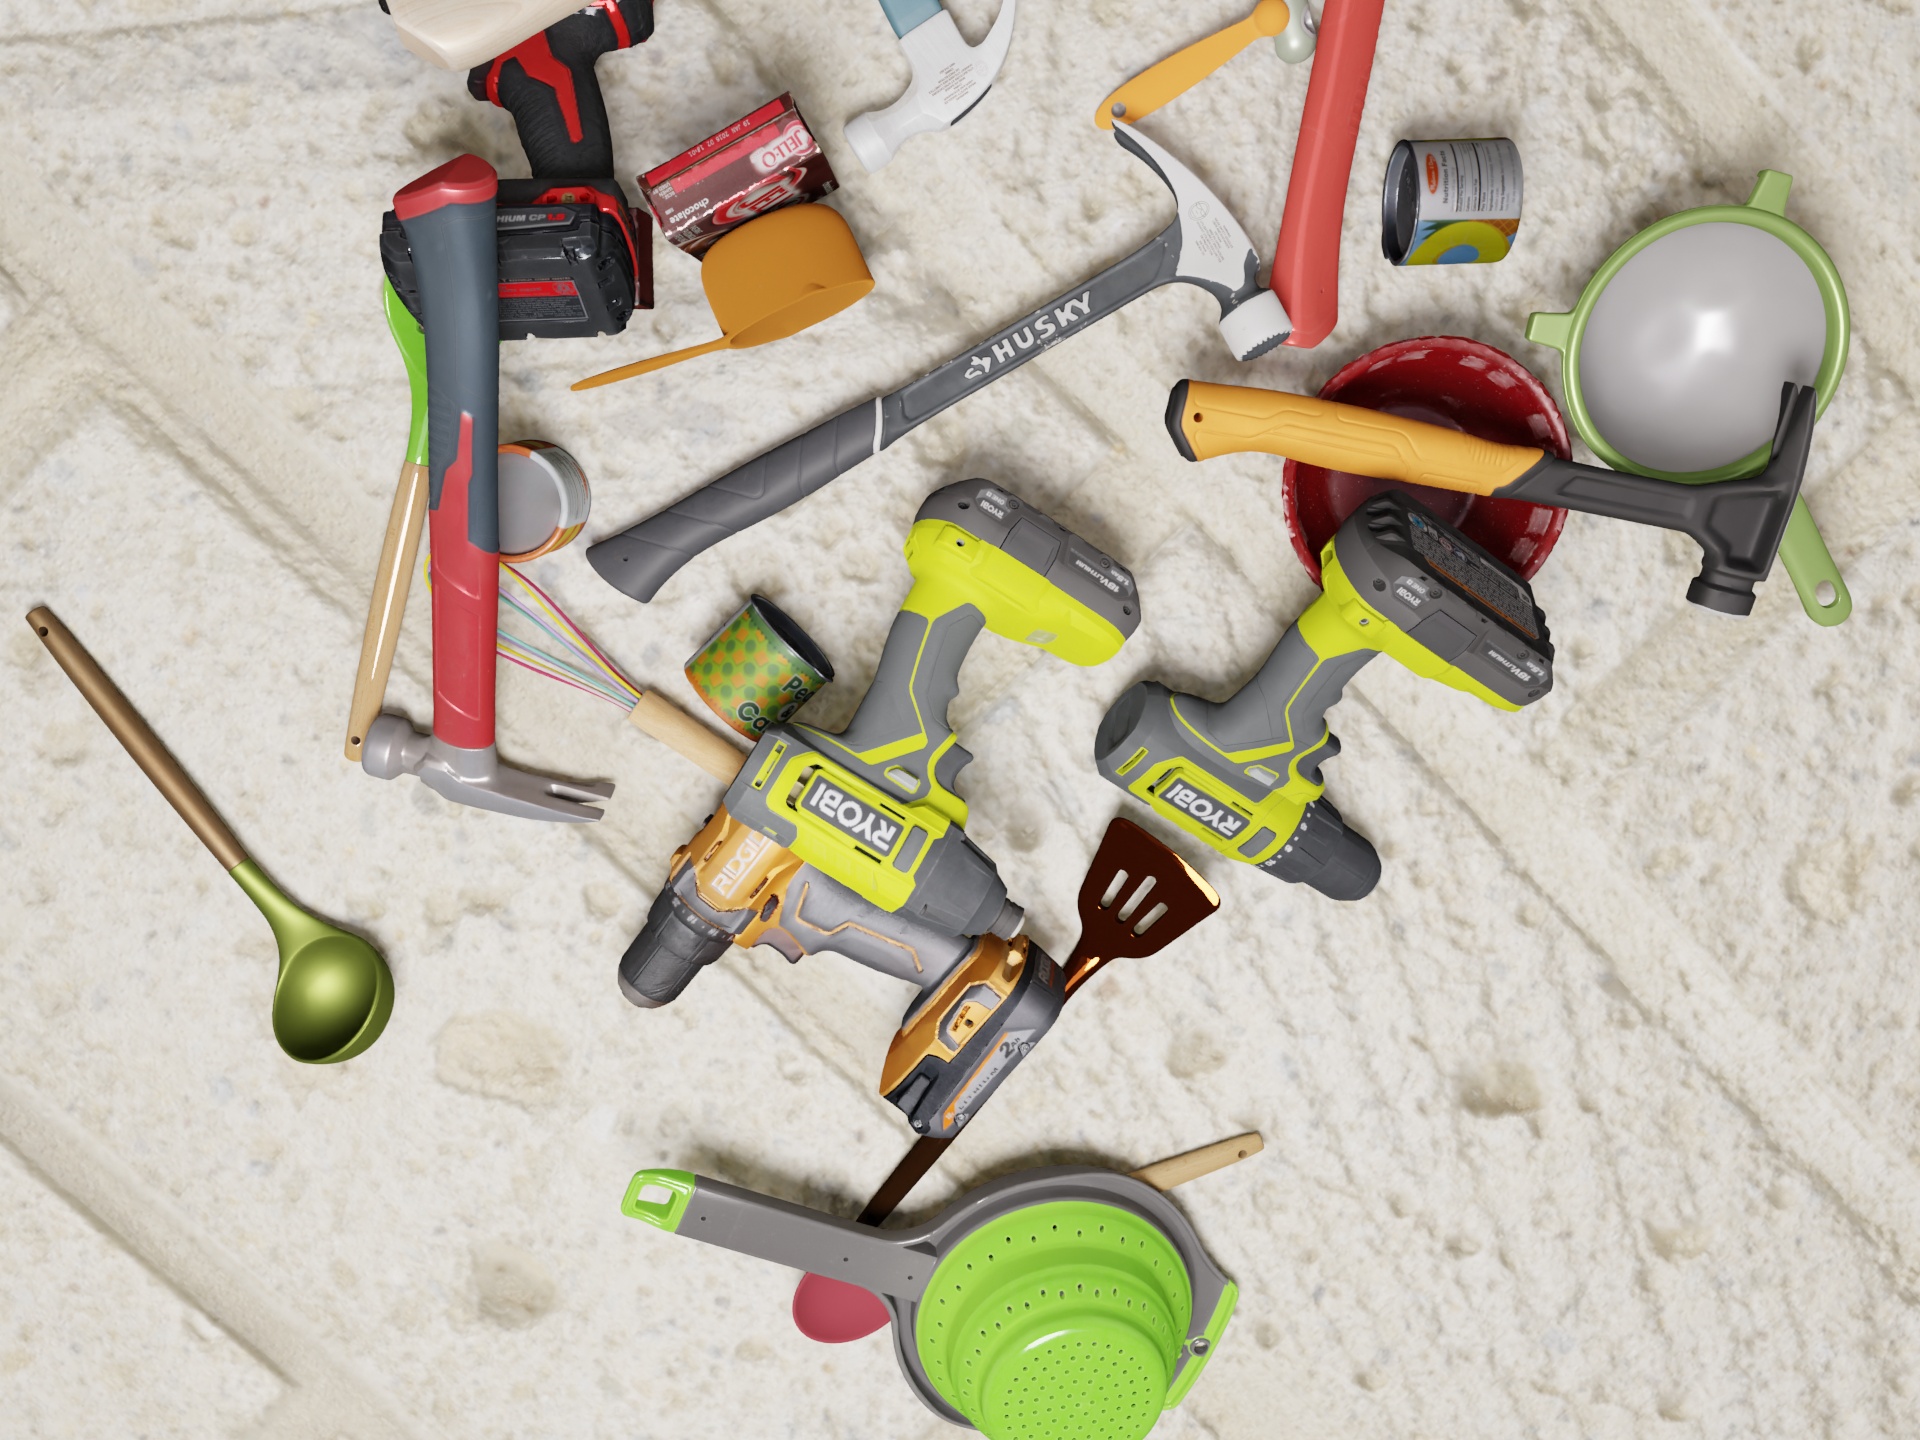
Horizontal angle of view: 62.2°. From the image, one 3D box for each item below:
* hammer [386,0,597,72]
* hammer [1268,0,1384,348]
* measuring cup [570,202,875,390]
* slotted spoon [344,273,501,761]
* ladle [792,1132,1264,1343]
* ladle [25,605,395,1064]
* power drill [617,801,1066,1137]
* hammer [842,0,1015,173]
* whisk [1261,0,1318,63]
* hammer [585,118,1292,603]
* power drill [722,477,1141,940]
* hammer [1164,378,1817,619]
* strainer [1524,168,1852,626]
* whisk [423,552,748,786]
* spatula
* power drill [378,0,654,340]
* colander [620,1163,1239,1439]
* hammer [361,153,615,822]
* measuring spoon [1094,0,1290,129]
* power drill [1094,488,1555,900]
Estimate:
[{"bbox_3d":[-0.086,-0.417,0.791,0.410,0.038,0.146,-21,93,-11],"label":"hammer"},{"bbox_3d":[0.201,-0.380,0.834,0.149,0.037,0.359,-3,109,-35],"label":"hammer"},{"bbox_3d":[-0.134,-0.226,0.848,0.173,0.095,0.052,-22,95,-12],"label":"measuring cup"},{"bbox_3d":[-0.318,-0.124,0.911,0.070,0.031,0.313,16,103,-4],"label":"slotted spoon"},{"bbox_3d":[0.043,0.320,1.008,0.315,0.031,0.069,-20,111,2],"label":"ladle"},{"bbox_3d":[-0.447,0.067,0.935,0.078,0.062,0.320,-35,97,4],"label":"ladle"},{"bbox_3d":[-0.076,0.144,0.928,0.226,0.084,0.185,39,105,-4],"label":"power drill"},{"bbox_3d":[-0.080,-0.470,0.838,0.128,0.033,0.331,-30,100,6],"label":"hammer"},{"bbox_3d":[0.141,-0.470,0.839,0.059,0.058,0.246,-11,108,37],"label":"whisk"},{"bbox_3d":[-0.031,-0.180,0.890,0.409,0.036,0.149,-28,86,8],"label":"hammer"},{"bbox_3d":[-0.001,-0.003,0.869,0.171,0.080,0.223,32,74,-7],"label":"power drill"},{"bbox_3d":[0.277,-0.144,0.848,0.337,0.034,0.127,10,109,-2],"label":"hammer"},{"bbox_3d":[0.428,-0.165,0.892,0.151,0.069,0.256,-32,106,11],"label":"strainer"},{"bbox_3d":[-0.205,-0.024,0.926,0.245,0.051,0.047,35,94,-10],"label":"whisk"},{"bbox_3d":[0.032,0.201,0.975,0.081,0.041,0.322,40,101,9],"label":"spatula"},{"bbox_3d":[-0.231,-0.310,0.813,0.143,0.078,0.220,-2,72,-1],"label":"power drill"},{"bbox_3d":[-0.012,0.355,0.950,0.397,0.095,0.204,21,105,-14],"label":"colander"},{"bbox_3d":[-0.241,-0.097,0.820,0.143,0.038,0.386,14,131,-2],"label":"hammer"},{"bbox_3d":[0.124,-0.354,0.862,0.117,0.011,0.021,-26,107,19],"label":"measuring spoon"},{"bbox_3d":[0.213,0.001,0.885,0.190,0.080,0.228,32,127,-15],"label":"power drill"}]
